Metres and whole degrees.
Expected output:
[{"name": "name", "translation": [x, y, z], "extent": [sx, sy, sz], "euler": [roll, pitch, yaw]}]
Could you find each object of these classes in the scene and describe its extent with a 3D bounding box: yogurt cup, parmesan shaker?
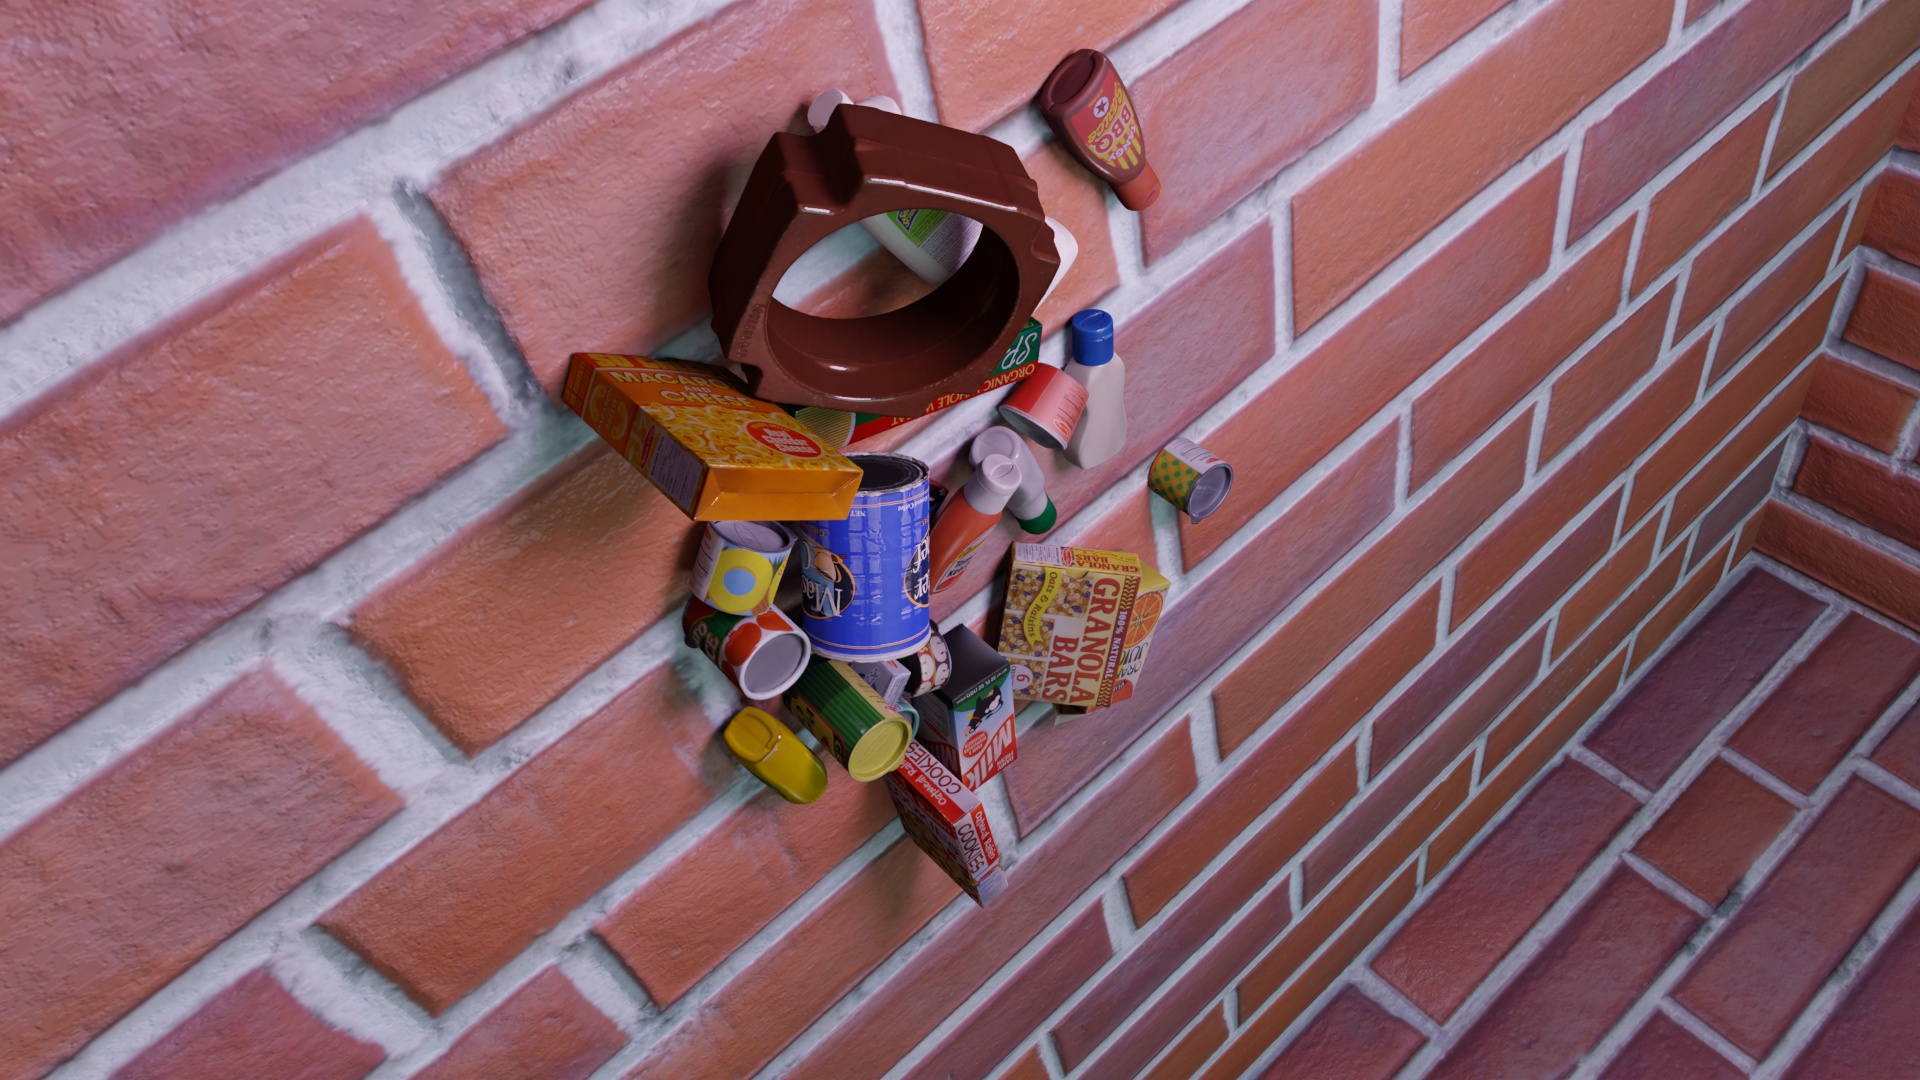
[{"name": "yogurt cup", "translation": [0.075, -0.117, 1.200], "extent": [0.054, 0.072, 0.072], "euler": [-58, 144, -6]}, {"name": "parmesan shaker", "translation": [-0.098, 0.153, 1.203], "extent": [0.071, 0.103, 0.071], "euler": [-27, 136, -29]}]

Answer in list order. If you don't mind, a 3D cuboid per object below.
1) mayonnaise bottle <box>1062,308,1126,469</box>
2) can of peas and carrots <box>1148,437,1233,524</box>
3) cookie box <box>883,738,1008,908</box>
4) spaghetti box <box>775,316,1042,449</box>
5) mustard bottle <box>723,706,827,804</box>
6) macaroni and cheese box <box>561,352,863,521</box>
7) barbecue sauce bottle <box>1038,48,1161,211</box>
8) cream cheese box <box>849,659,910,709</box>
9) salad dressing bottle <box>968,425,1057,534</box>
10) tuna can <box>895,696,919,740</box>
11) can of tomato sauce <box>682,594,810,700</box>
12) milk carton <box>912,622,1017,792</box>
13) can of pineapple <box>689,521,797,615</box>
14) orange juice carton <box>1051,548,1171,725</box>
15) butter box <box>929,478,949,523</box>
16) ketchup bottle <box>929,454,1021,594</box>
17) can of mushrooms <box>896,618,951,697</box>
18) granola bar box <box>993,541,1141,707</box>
[{"name": "mayonnaise bottle", "translation": [0.120, -0.137, 1.251], "extent": [0.065, 0.041, 0.147], "euler": [-33, 138, -27]}, {"name": "can of peas and carrots", "translation": [0.234, -0.061, 1.418], "extent": [0.071, 0.059, 0.070], "euler": [-27, 137, -29]}, {"name": "cookie box", "translation": [-0.019, 0.275, 1.371], "extent": [0.040, 0.123, 0.166], "euler": [-38, 141, -20]}, {"name": "spaghetti box", "translation": [-0.035, -0.125, 1.104], "extent": [0.251, 0.029, 0.049], "euler": [-24, 136, -32]}, {"name": "mustard bottle", "translation": [-0.151, 0.199, 1.219], "extent": [0.049, 0.065, 0.159], "euler": [-49, 147, -12]}, {"name": "macaroni and cheese box", "translation": [-0.162, -0.069, 0.900], "extent": [0.124, 0.167, 0.040], "euler": [-1, 120, -47]}, {"name": "barbecue sauce bottle", "translation": [0.116, -0.317, 1.096], "extent": [0.065, 0.044, 0.148], "euler": [-52, 144, -1]}, {"name": "cream cheese box", "translation": [-0.087, 0.149, 1.254], "extent": [0.024, 0.053, 0.103], "euler": [1, 119, -49]}, {"name": "salad dressing bottle", "translation": [0.051, -0.049, 1.236], "extent": [0.044, 0.064, 0.147], "euler": [-56, 153, -10]}, {"name": "tuna can", "translation": [-0.073, 0.173, 1.305], "extent": [0.071, 0.033, 0.070], "euler": [-28, 138, -29]}, {"name": "can of tomato sauce", "translation": [-0.168, 0.076, 1.082], "extent": [0.071, 0.083, 0.070], "euler": [-28, 137, -30]}, {"name": "milk carton", "translation": [0.005, 0.180, 1.359], "extent": [0.072, 0.073, 0.189], "euler": [-32, 139, -26]}, {"name": "can of pineapple", "translation": [-0.164, 0.017, 1.050], "extent": [0.071, 0.071, 0.057], "euler": [-2, 122, -46]}, {"name": "orange juice carton", "translation": [0.146, 0.111, 1.454], "extent": [0.072, 0.073, 0.191], "euler": [-13, 129, -40]}, {"name": "butter box", "translation": [-0.057, -0.010, 1.179], "extent": [0.053, 0.024, 0.103], "euler": [20, 104, -51]}, {"name": "ketchup bottle", "translation": [0.004, -0.015, 1.179], "extent": [0.065, 0.043, 0.148], "euler": [-36, 166, -43]}, {"name": "can of mushrooms", "translation": [-0.042, 0.105, 1.256], "extent": [0.033, 0.071, 0.070], "euler": [-14, 129, -38]}, {"name": "granola bar box", "translation": [0.099, 0.085, 1.354], "extent": [0.124, 0.039, 0.164], "euler": [6, 123, -4]}]
